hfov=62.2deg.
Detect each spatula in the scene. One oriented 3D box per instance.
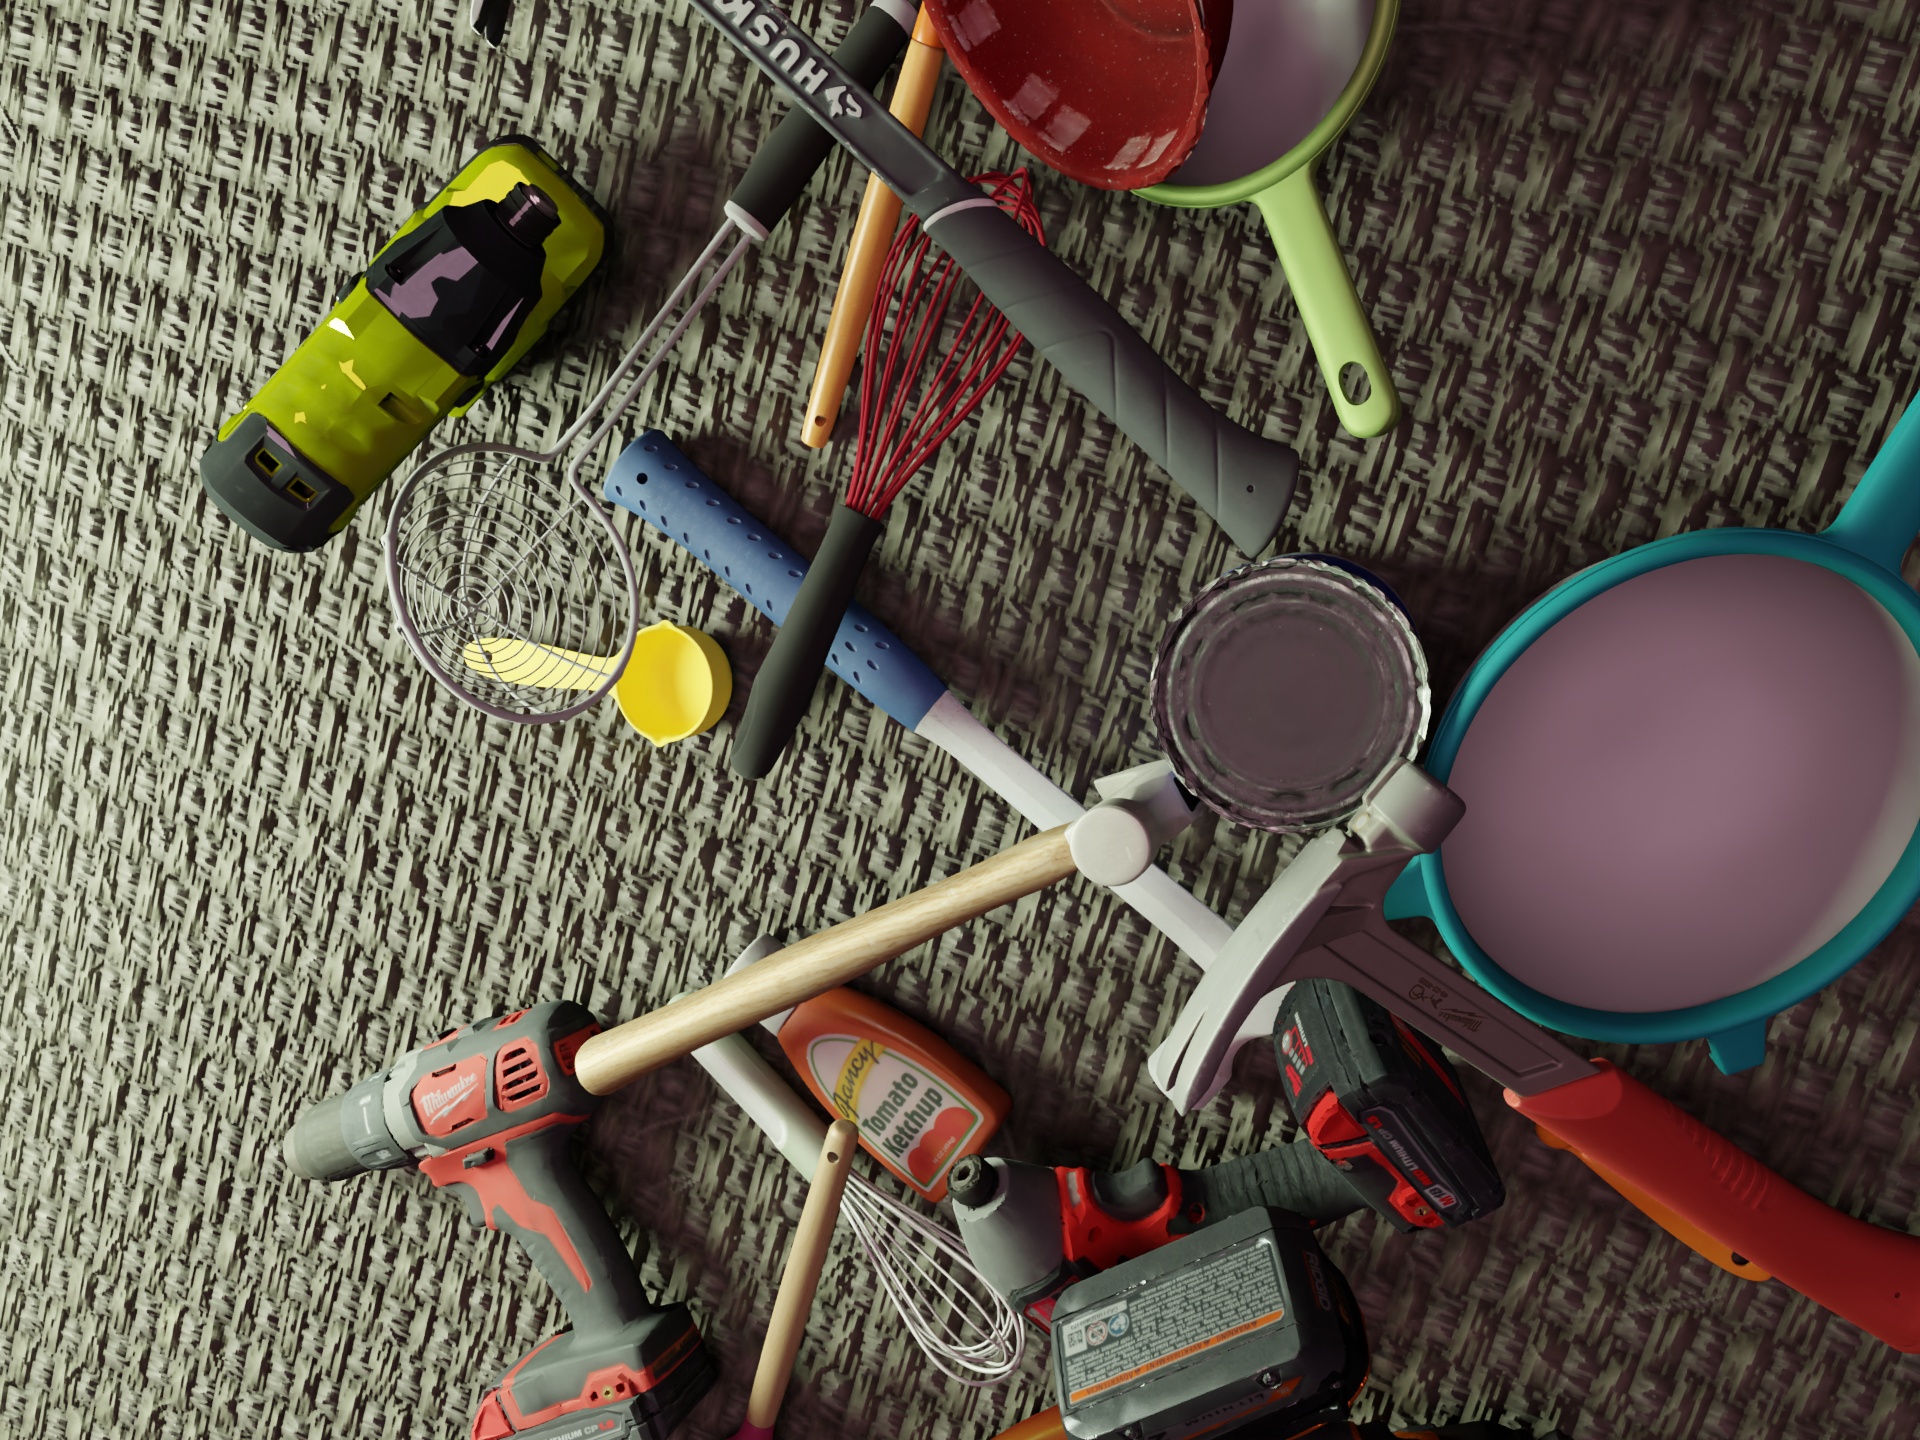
[{"bbox_3d":[-0.020,-0.271,0.693,0.081,0.041,0.322,16,118,-9],"label":"spatula"}]

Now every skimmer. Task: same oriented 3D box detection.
[{"bbox_3d":[-0.119,-0.167,0.701,0.127,0.090,0.363,35,91,-36],"label":"skimmer"}]

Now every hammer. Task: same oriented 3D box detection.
[{"bbox_3d":[0.251,0.164,0.615,0.359,0.037,0.149,33,98,-17],"label":"hammer"},{"bbox_3d":[-0.041,0.096,0.696,0.331,0.130,0.031,-28,89,25],"label":"hammer"},{"bbox_3d":[-0.001,-0.002,0.744,0.405,0.035,0.144,40,105,8],"label":"hammer"},{"bbox_3d":[-0.019,-0.215,0.646,0.409,0.036,0.149,43,97,-3],"label":"hammer"}]

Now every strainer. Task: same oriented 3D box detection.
[{"bbox_3d":[0.136,-0.236,0.651,0.151,0.069,0.256,-23,85,36],"label":"strainer"},{"bbox_3d":[0.300,-0.039,0.615,0.211,0.095,0.340,23,107,-12],"label":"strainer"}]

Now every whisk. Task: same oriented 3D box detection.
[{"bbox_3d":[-0.036,-0.109,0.705,0.073,0.073,0.296,25,93,11],"label":"whisk"},{"bbox_3d":[-0.060,0.226,0.783,0.246,0.059,0.057,44,133,10],"label":"whisk"}]

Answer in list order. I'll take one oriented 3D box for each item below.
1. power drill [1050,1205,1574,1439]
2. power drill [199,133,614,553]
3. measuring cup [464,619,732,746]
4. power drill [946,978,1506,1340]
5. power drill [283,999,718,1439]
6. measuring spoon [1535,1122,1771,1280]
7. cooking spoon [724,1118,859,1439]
[{"bbox_3d":[0.157,0.302,0.675,0.164,0.084,0.226,-29,122,16],"label":"power drill"},{"bbox_3d":[-0.220,-0.175,0.679,0.171,0.223,0.080,-41,113,15],"label":"power drill"},{"bbox_3d":[-0.182,-0.026,0.801,0.156,0.029,0.062,9,99,26],"label":"measuring cup"},{"bbox_3d":[0.107,0.199,0.695,0.219,0.079,0.143,-33,119,17],"label":"power drill"},{"bbox_3d":[-0.241,0.272,0.821,0.188,0.080,0.227,-22,88,16],"label":"power drill"},{"bbox_3d":[0.305,0.209,0.699,0.117,0.011,0.021,35,104,9],"label":"measuring spoon"},{"bbox_3d":[-0.094,0.328,0.791,0.069,0.017,0.318,22,113,14],"label":"cooking spoon"}]
